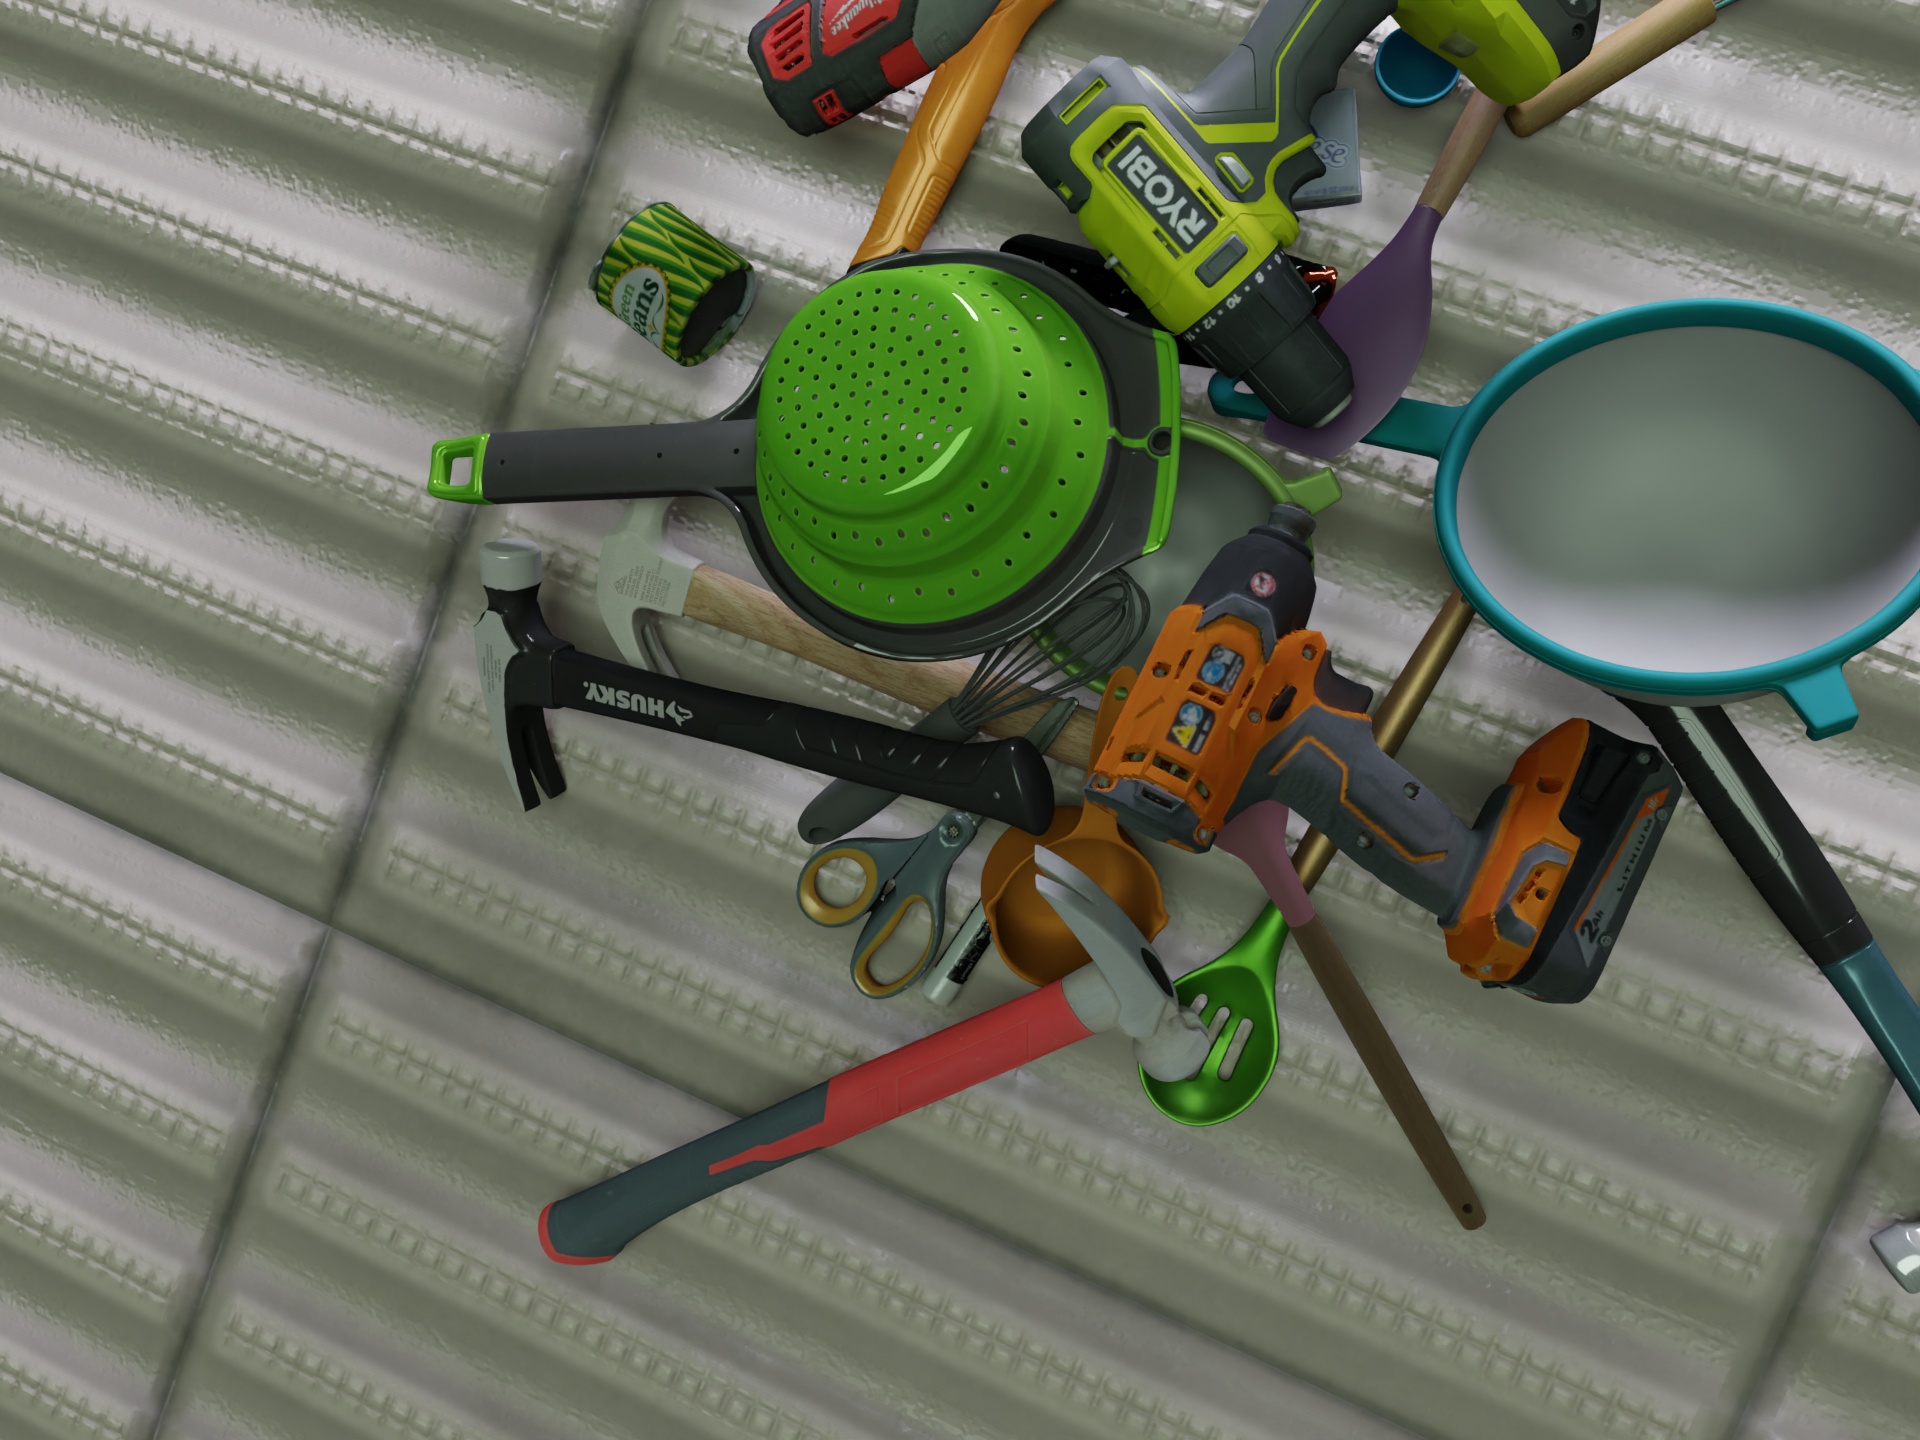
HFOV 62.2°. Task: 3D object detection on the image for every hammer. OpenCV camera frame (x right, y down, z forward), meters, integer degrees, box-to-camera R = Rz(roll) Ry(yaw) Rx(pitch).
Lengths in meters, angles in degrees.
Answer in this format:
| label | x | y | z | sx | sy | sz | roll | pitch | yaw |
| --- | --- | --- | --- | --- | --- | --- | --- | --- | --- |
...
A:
| label | x | y | z | sx | sy | sz | roll | pitch | yaw |
| --- | --- | --- | --- | --- | --- | --- | --- | --- | --- |
| hammer | -0.075 | 0.192 | 0.819 | 0.386 | 0.038 | 0.143 | -27 | 119 | 20 |
| hammer | 0.411 | 0.099 | 0.756 | 0.128 | 0.033 | 0.331 | -34 | 85 | 12 |
| hammer | -0.038 | -0.265 | 0.841 | 0.127 | 0.034 | 0.337 | 29 | 97 | 9 |
| hammer | -0.038 | -0.027 | 0.837 | 0.331 | 0.031 | 0.130 | 21 | 112 | 6 |
| hammer | -0.108 | 0.006 | 0.810 | 0.335 | 0.035 | 0.146 | 13 | 114 | 23 |

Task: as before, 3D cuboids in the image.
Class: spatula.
| label | x | y | z | sx | sy | sz | roll | pitch | yaw |
| --- | --- | --- | --- | --- | --- | --- | --- | --- | --- |
| spatula | 0.239 | -0.266 | 0.766 | 0.060 | 0.018 | 0.316 | 26 | 87 | 34 |

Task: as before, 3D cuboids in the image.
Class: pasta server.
| label | x | y | z | sx | sy | sz | roll | pitch | yaw |
| --- | --- | --- | --- | --- | --- | --- | --- | --- | --- |
| pasta server | 0.181 | 0.118 | 0.784 | 0.060 | 0.040 | 0.316 | -29 | 99 | 13 |

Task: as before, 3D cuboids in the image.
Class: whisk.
| label | x | y | z | sx | sy | sz | roll | pitch | yaw |
| --- | --- | --- | --- | --- | --- | --- | --- | --- | --- |
| whisk | 0.370 | -0.355 | 0.749 | 0.245 | 0.047 | 0.051 | -30 | 87 | 14 |
| whisk | -0.002 | -0.002 | 0.794 | 0.239 | 0.055 | 0.055 | -38 | 84 | 28 |

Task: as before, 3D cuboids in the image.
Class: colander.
| label | x | y | z | sx | sy | sz | roll | pitch | yaw |
| --- | --- | --- | --- | --- | --- | --- | --- | --- | --- |
| colander | -0.101 | -0.136 | 0.744 | 0.397 | 0.094 | 0.204 | 1 | 80 | 19 |

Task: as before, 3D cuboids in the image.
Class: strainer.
| label | x | y | z | sx | sy | sz | roll | pitch | yaw |
| --- | --- | --- | --- | --- | --- | --- | --- | --- | --- |
| strainer | 0.276 | -0.102 | 0.754 | 0.341 | 0.095 | 0.211 | 21 | 70 | 32 |
| strainer | 0.054 | -0.106 | 0.799 | 0.256 | 0.069 | 0.151 | 23 | 121 | 8 |

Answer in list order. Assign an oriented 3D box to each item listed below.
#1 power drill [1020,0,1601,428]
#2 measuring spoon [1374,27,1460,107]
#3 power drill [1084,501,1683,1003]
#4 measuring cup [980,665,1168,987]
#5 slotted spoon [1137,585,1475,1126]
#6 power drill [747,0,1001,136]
| label | x | y | z | sx | sy | sz | roll | pitch | yaw |
| --- | --- | --- | --- | --- | --- | --- | --- | --- | --- |
| power drill | 0.167 | -0.266 | 0.719 | 0.228 | 0.080 | 0.190 | -43 | 98 | 5 |
| measuring spoon | 0.255 | -0.354 | 0.789 | 0.042 | 0.021 | 0.128 | 42 | 90 | 10 |
| power drill | 0.190 | 0.012 | 0.707 | 0.226 | 0.084 | 0.164 | 25 | 85 | 5 |
| measuring cup | 0.060 | 0.048 | 0.795 | 0.095 | 0.052 | 0.173 | 5 | 109 | -13 |
| slotted spoon | 0.184 | 0.065 | 0.807 | 0.070 | 0.031 | 0.314 | 30 | 95 | 9 |
| power drill | -0.063 | -0.421 | 0.804 | 0.143 | 0.078 | 0.220 | -25 | 80 | 15 |
